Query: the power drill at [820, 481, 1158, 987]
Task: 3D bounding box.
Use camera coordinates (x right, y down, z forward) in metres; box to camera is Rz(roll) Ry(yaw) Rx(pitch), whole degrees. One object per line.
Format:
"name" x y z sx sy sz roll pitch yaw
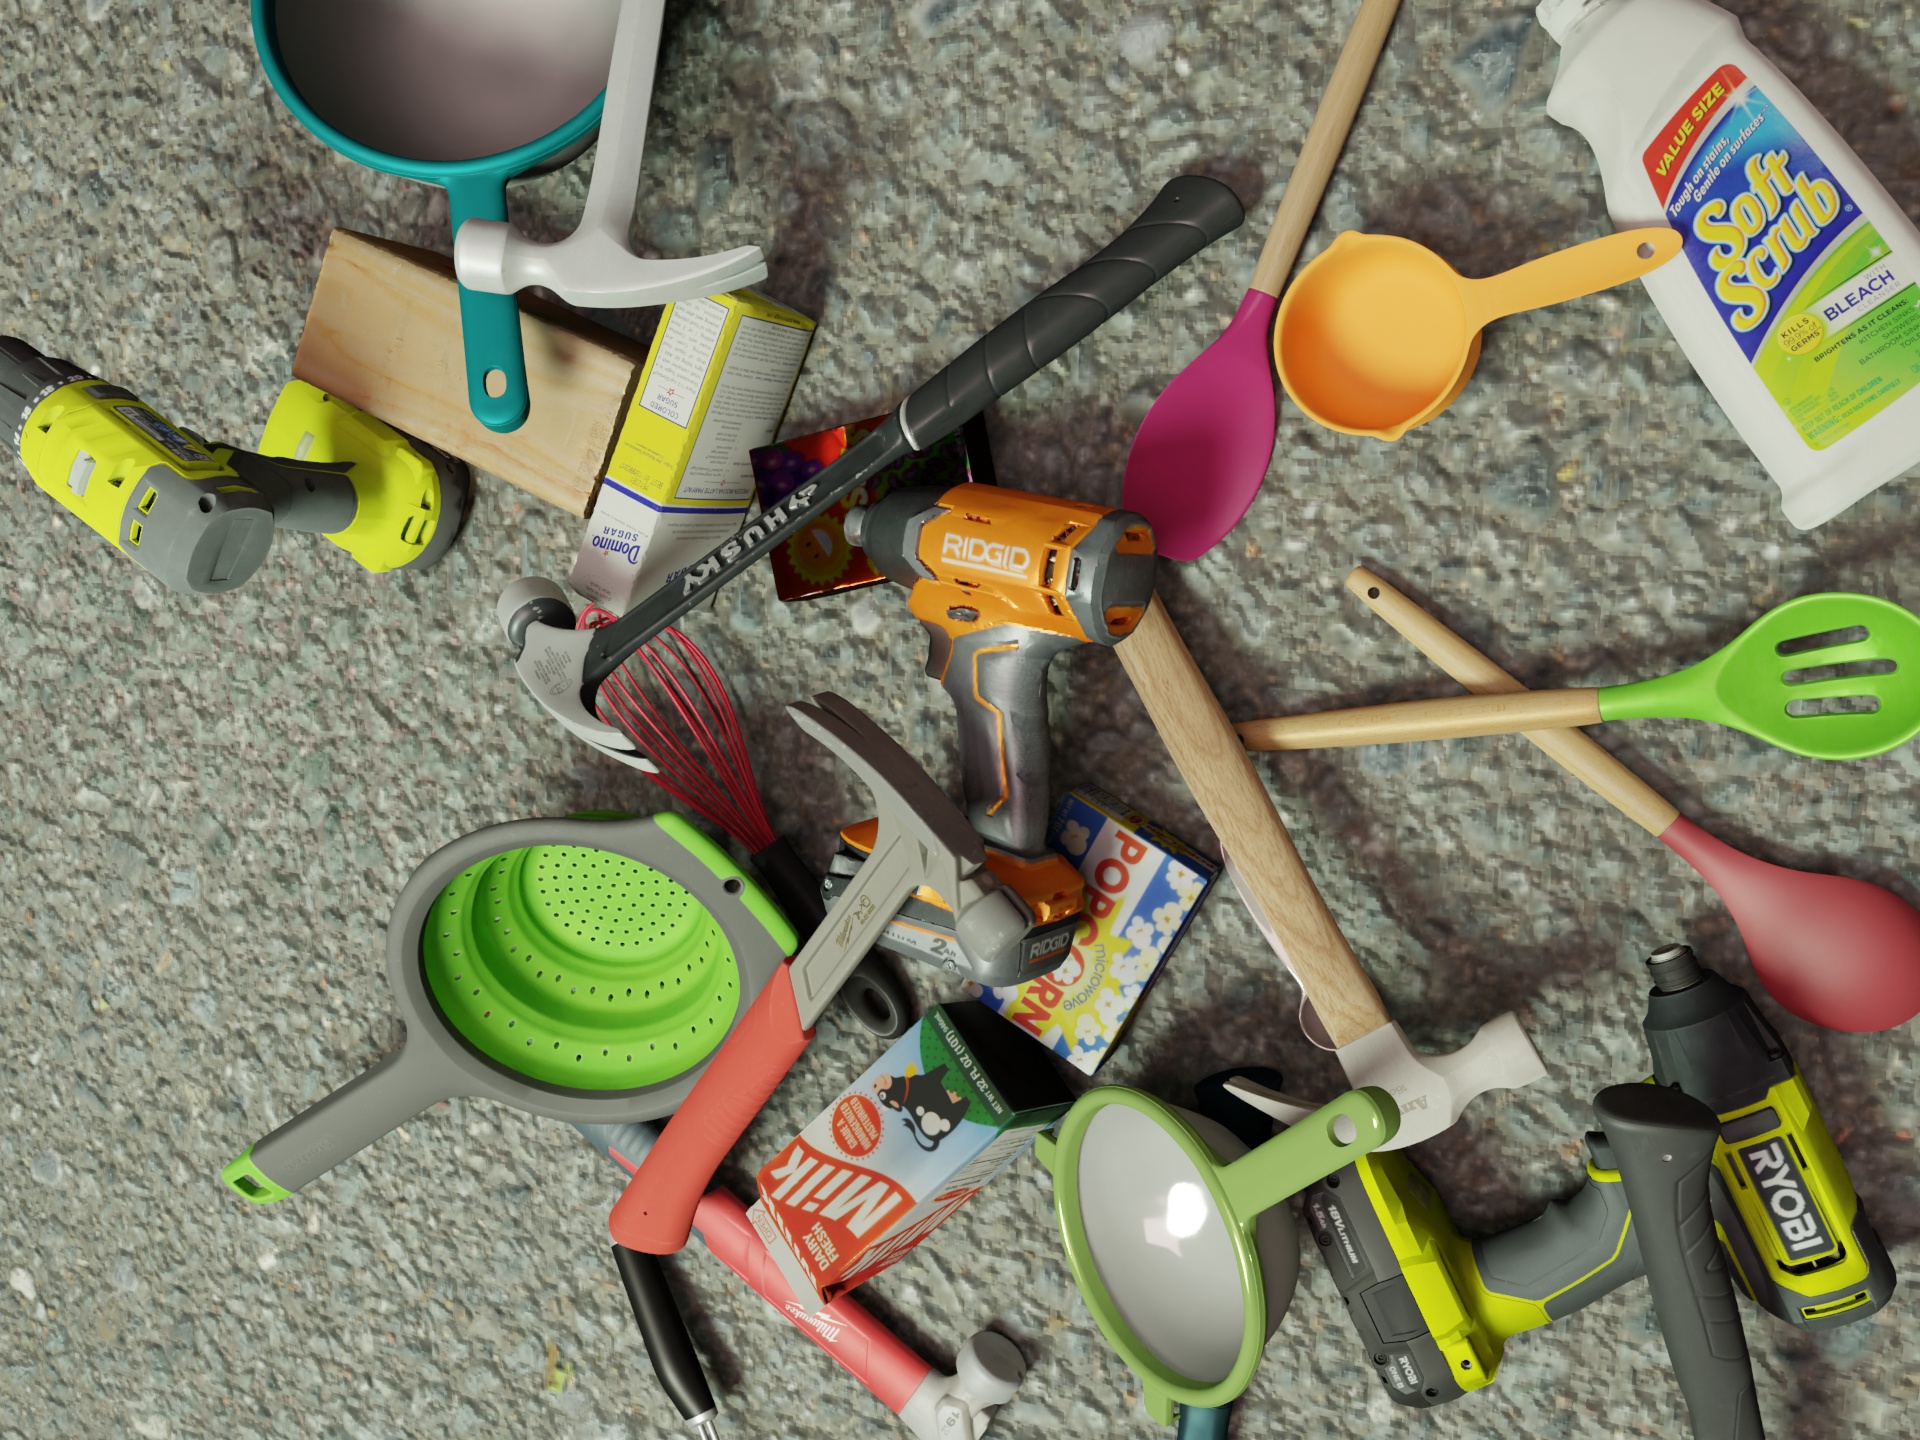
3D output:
"power drill" -0.001 -0.002 0.777 0.164 0.084 0.226 16 103 32

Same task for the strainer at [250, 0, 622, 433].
"strainer" -0.247 -0.303 0.840 0.211 0.095 0.340 -8 81 -1

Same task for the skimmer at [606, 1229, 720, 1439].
"skimmer" -0.109 0.460 0.942 0.127 0.090 0.363 -37 72 32

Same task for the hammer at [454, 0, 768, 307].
"hammer" -0.144 -0.397 0.787 0.144 0.035 0.405 7 82 -1

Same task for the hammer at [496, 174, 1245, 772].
"hammer" -0.036 -0.129 0.756 0.409 0.036 0.149 -36 46 -1

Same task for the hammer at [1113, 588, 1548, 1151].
"hammer" 0.133 0.047 0.759 0.130 0.031 0.331 -32 72 14

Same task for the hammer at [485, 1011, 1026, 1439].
"hammer" -0.150 0.303 0.934 0.386 0.038 0.143 37 110 14

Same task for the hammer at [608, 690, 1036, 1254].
"hammer" -0.103 0.155 0.804 0.149 0.036 0.359 47 125 17

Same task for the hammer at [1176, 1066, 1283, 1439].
"hammer" 0.129 0.339 0.831 0.128 0.033 0.331 8 99 21

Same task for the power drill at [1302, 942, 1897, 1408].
"power drill" 0.281 0.214 0.736 0.223 0.080 0.171 -26 88 18

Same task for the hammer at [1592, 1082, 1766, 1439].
"hammer" 0.323 0.297 0.686 0.146 0.035 0.334 -17 110 14

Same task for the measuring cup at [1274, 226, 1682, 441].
"measuring cup" 0.230 -0.183 0.710 0.173 0.052 0.095 -13 92 27

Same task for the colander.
"colander" -0.267 0.159 0.906 0.397 0.095 0.204 -32 114 18

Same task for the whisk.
"whisk" -0.119 0.055 0.884 0.073 0.073 0.296 -36 90 21

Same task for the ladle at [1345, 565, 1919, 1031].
"ladle" 0.304 0.029 0.729 0.315 0.031 0.069 41 110 14

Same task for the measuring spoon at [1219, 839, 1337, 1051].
"measuring spoon" 0.166 0.108 0.801 0.034 0.018 0.124 -33 77 20

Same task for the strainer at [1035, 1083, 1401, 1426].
"strainer" 0.134 0.214 0.724 0.256 0.069 0.152 -53 54 49

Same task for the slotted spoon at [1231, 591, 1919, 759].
"slotted spoon" 0.261 -0.007 0.716 0.314 0.031 0.070 -7 97 32

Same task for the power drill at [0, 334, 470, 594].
"power drill" -0.403 -0.145 0.875 0.191 0.228 0.080 35 108 14

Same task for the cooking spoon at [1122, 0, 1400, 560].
"cooking spoon" 0.154 -0.228 0.757 0.068 0.017 0.319 18 103 -13
